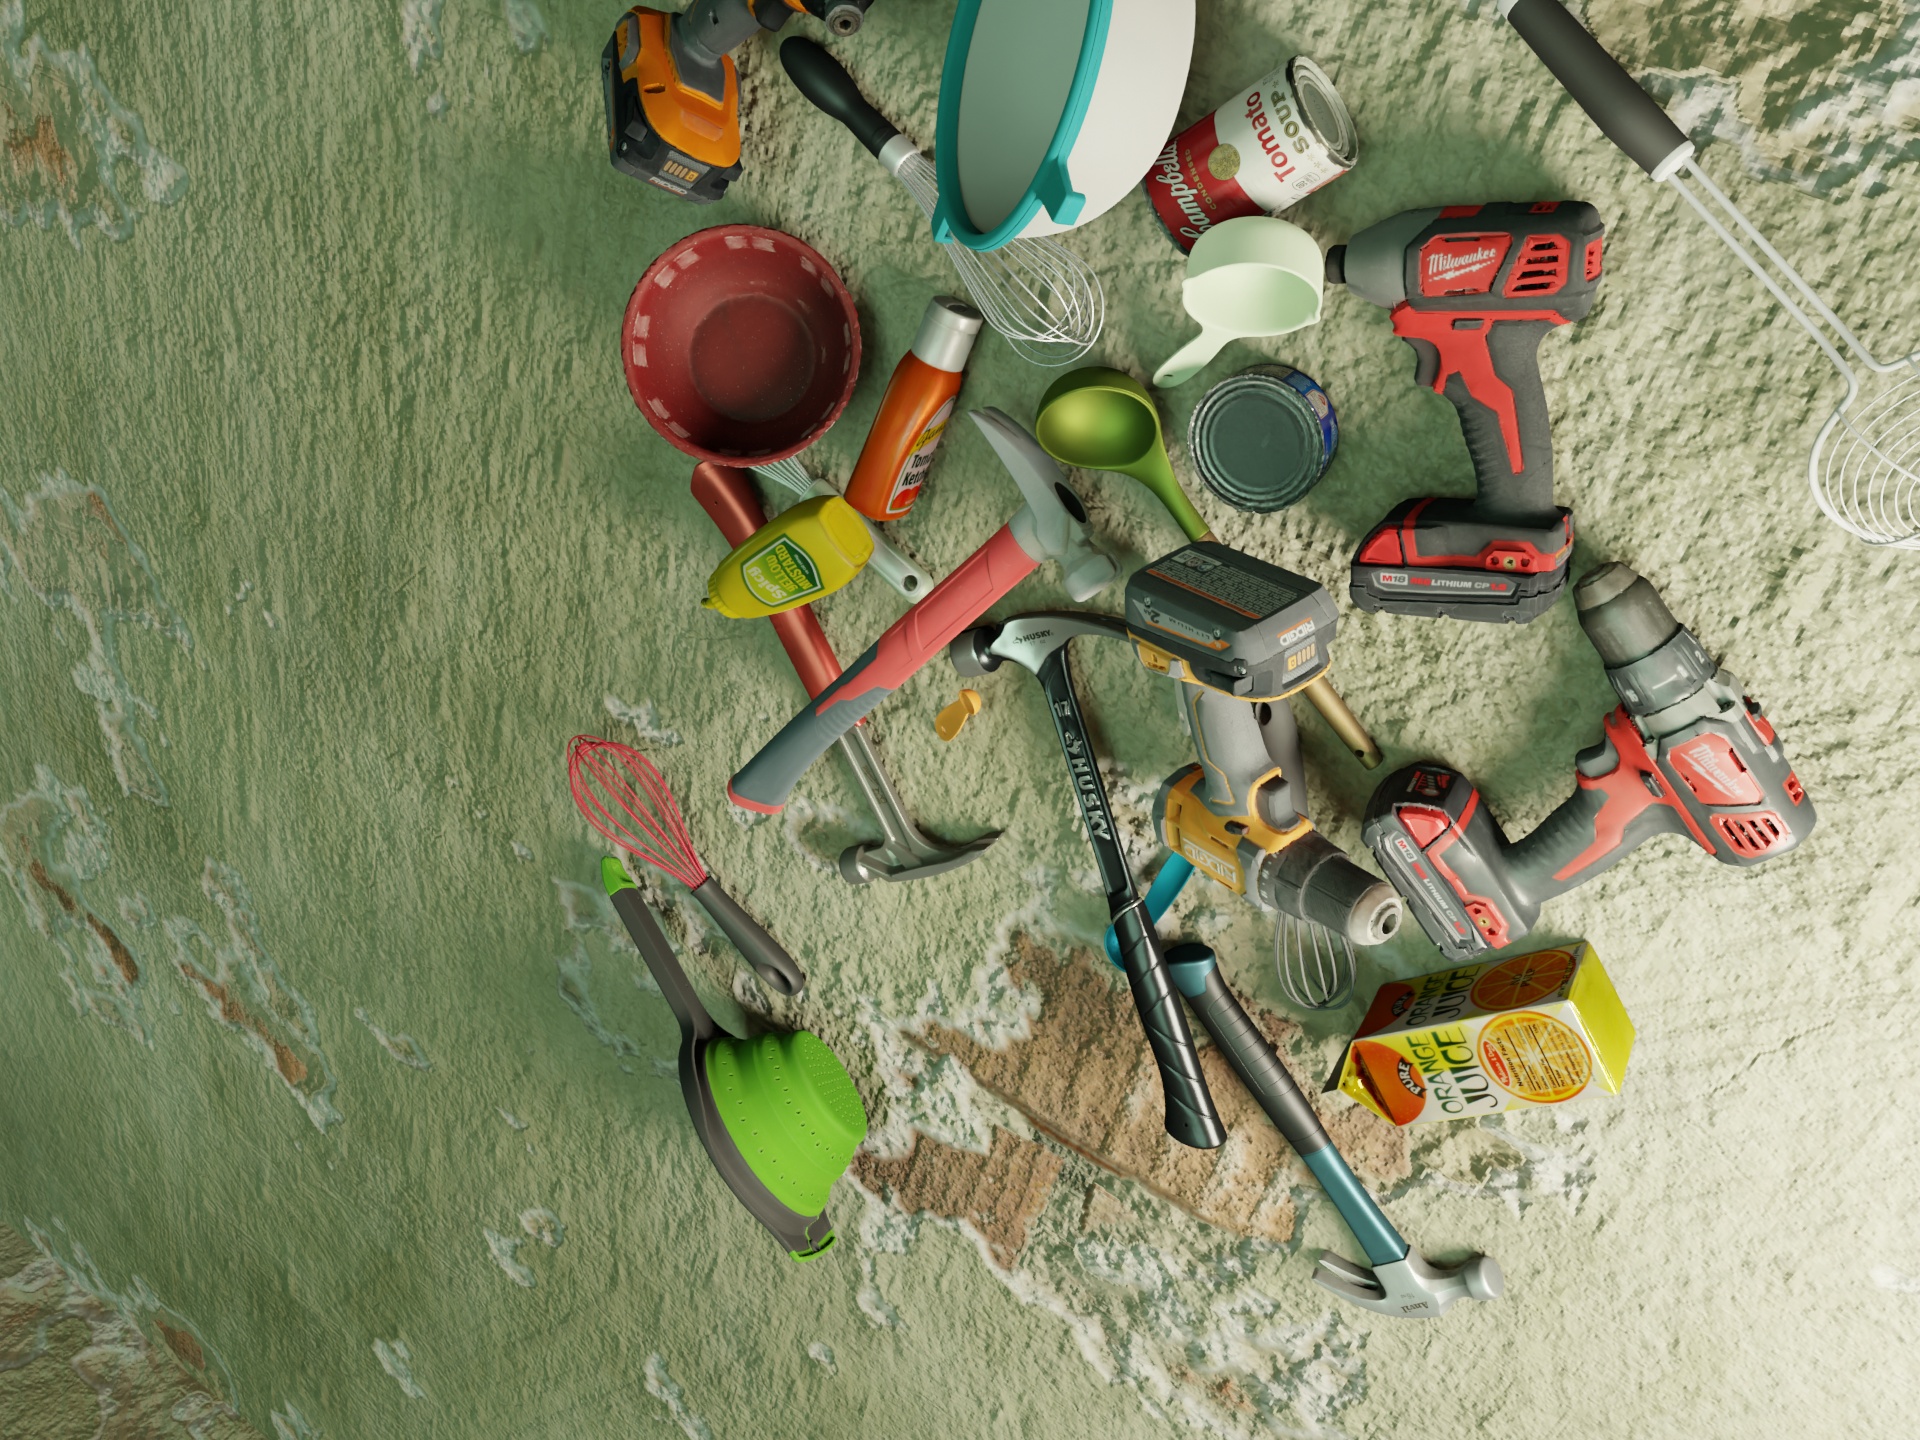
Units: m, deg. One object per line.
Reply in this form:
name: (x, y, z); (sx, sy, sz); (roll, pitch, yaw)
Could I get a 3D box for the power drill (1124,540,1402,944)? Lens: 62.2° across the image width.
power drill: (0.185, 0.022, 0.962); (0.185, 0.084, 0.226); (32, 142, 48)

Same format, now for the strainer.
strainer: (0.079, -0.418, 0.858); (0.211, 0.095, 0.340); (-149, 68, -65)

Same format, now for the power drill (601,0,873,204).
power drill: (-0.128, -0.419, 0.959); (0.226, 0.084, 0.164); (-34, 56, 40)

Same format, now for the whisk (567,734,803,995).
whisk: (-0.237, 0.127, 1.375); (0.295, 0.073, 0.073); (50, 130, -7)

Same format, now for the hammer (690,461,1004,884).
hammer: (-0.101, -0.040, 1.210); (0.149, 0.037, 0.359); (-16, 105, 37)

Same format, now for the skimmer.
skimmer: (0.403, -0.235, 0.791); (0.363, 0.090, 0.127); (53, 134, 11)

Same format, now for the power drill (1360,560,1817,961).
power drill: (0.350, 0.028, 0.935); (0.226, 0.080, 0.188); (-32, 95, 37)

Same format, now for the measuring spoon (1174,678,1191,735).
measuring spoon: (0.139, -0.043, 1.059); (0.018, 0.034, 0.124); (-16, 116, -9)

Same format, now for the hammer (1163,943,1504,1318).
hammer: (0.253, 0.301, 1.167); (0.128, 0.033, 0.331); (-32, 95, 38)

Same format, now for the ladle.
ladle: (0.163, -0.090, 1.004); (0.320, 0.062, 0.078); (52, 136, -5)

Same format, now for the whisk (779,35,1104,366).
whisk: (-0.016, -0.331, 0.992); (0.285, 0.070, 0.070); (47, 130, 9)

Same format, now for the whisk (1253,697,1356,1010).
whisk: (0.225, 0.089, 1.069); (0.055, 0.055, 0.239); (-3, 108, 33)

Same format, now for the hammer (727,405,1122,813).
hammer: (-0.059, -0.054, 1.130); (0.386, 0.038, 0.143); (-39, 82, 36)

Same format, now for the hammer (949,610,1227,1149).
hammer: (0.117, 0.115, 1.125); (0.149, 0.036, 0.409); (-12, 101, 36)

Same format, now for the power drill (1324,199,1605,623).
power drill: (0.273, -0.172, 0.880); (0.143, 0.078, 0.219); (8, 115, 29)

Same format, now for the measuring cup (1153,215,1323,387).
measuring cup: (0.150, -0.239, 0.921); (0.083, 0.038, 0.167); (12, 167, -14)

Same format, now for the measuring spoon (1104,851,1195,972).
measuring spoon: (0.147, 0.132, 1.160); (0.042, 0.021, 0.128); (41, 121, 23)

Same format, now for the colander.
colander: (-0.189, 0.269, 1.391); (0.094, 0.204, 0.397); (-34, 76, 6)

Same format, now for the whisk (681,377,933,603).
whisk: (-0.114, -0.171, 1.144); (0.246, 0.059, 0.058); (42, 102, 1)

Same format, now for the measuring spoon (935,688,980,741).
measuring spoon: (-0.002, -0.004, 1.149); (0.021, 0.011, 0.117); (58, 163, 5)
